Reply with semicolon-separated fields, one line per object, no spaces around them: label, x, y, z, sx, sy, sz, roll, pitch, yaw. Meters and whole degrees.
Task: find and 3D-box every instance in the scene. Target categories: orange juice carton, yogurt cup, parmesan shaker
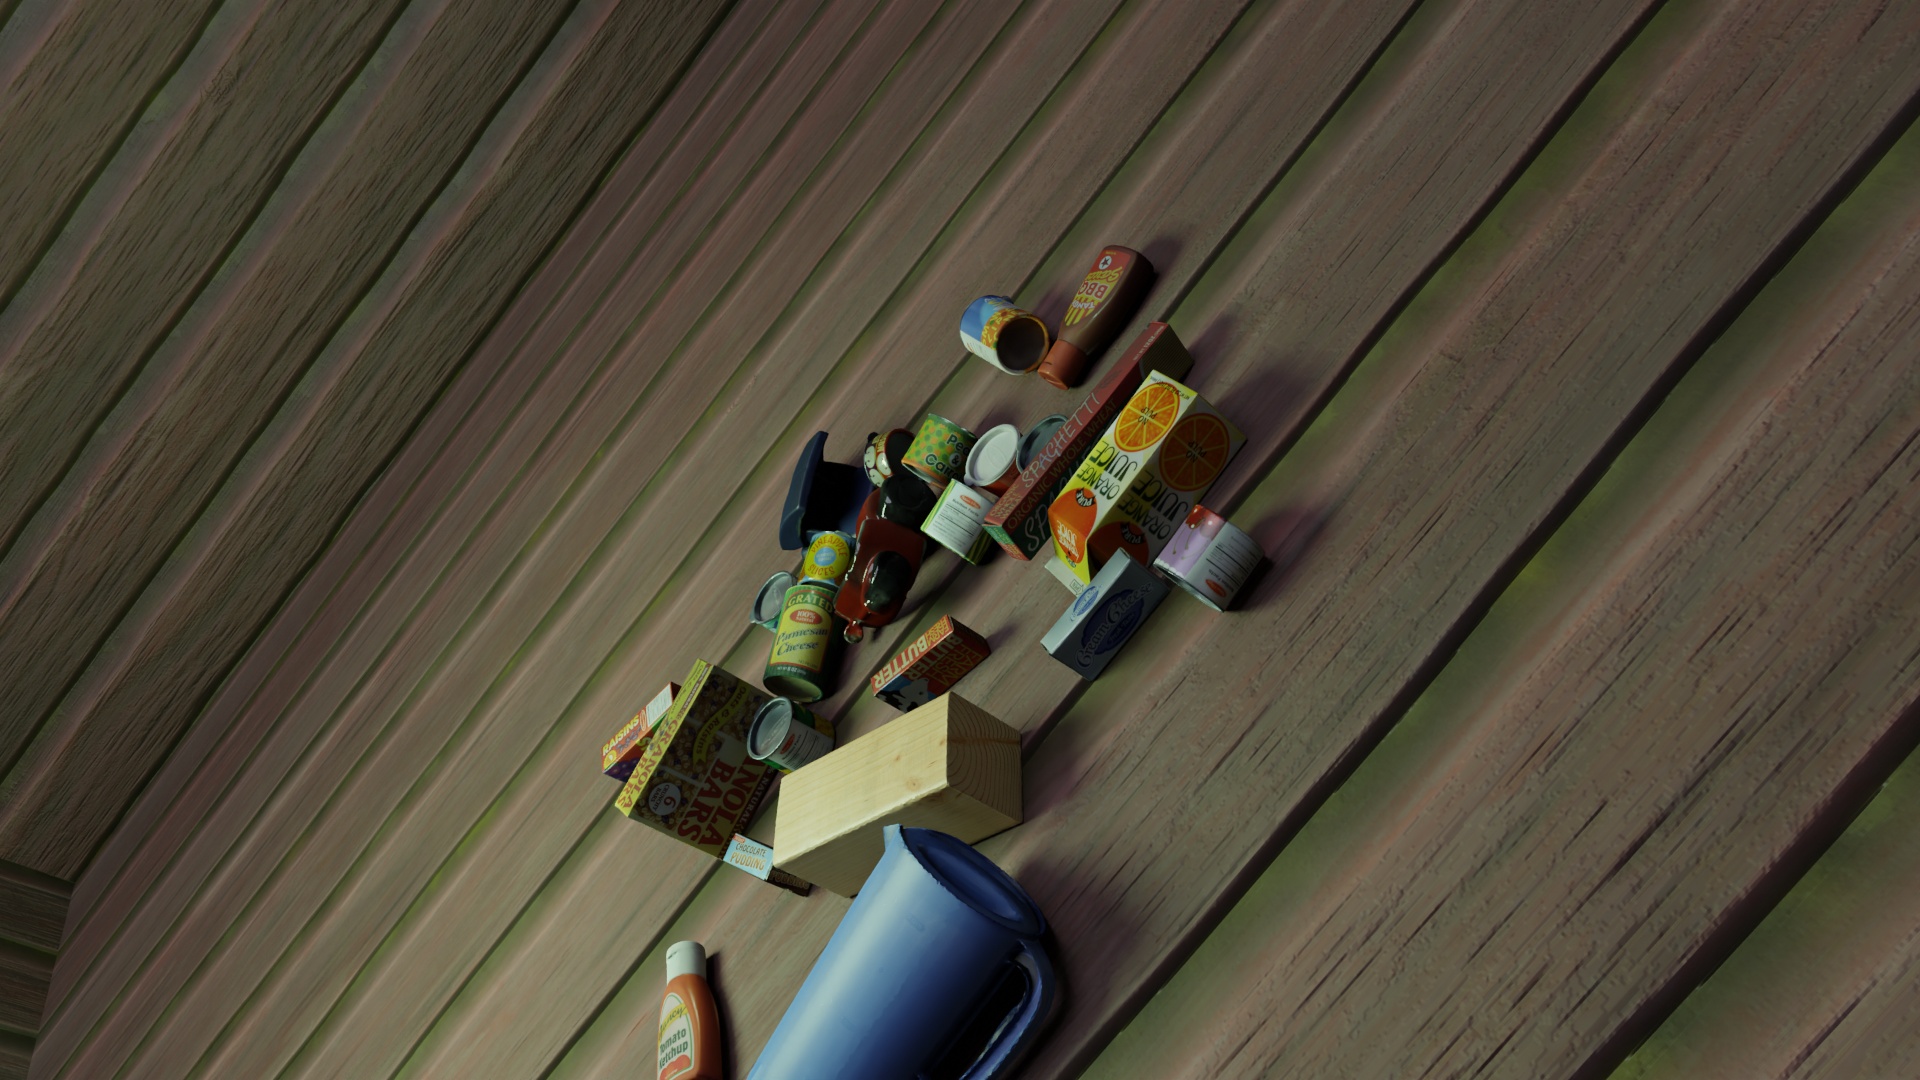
orange juice carton;0.144;-0.040;1.171;0.192;0.073;0.072;-53;34;3
yogurt cup;0.047;-0.070;1.333;0.072;0.054;0.073;-31;40;31
parmesan shaker;-0.156;0.107;1.423;0.071;0.071;0.103;-20;48;41

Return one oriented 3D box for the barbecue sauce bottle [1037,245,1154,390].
barbecue sauce bottle;0.130;-0.219;1.372;0.148;0.043;0.065;-58;34;-5

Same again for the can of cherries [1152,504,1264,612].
can of cherries;0.191;0.013;1.074;0.058;0.071;0.071;-55;33;0

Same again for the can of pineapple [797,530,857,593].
can of pineapple;-0.132;0.030;1.454;0.071;0.071;0.058;-13;52;45

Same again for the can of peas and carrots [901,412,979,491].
can of peas and carrots;-0.017;-0.088;1.417;0.071;0.071;0.059;22;80;56

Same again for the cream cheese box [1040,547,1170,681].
cream cheese box;0.118;0.061;1.133;0.103;0.053;0.024;-50;32;7

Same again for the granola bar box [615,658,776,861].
granola bar box;-0.247;0.218;1.381;0.039;0.124;0.166;14;72;55

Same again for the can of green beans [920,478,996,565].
can of green beans;0.004;-0.017;1.330;0.058;0.071;0.071;-57;34;-2

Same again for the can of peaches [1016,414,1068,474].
can of peaches;0.094;-0.074;1.277;0.071;0.058;0.071;-32;40;32

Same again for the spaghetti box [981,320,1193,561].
spaghetti box;0.115;-0.089;1.226;0.251;0.050;0.029;-50;31;-15

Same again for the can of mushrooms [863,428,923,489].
can of mushrooms;-0.070;-0.086;1.477;0.033;0.071;0.071;-16;50;41

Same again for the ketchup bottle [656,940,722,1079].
ketchup bottle;-0.248;0.437;1.264;0.064;0.043;0.149;-41;35;20

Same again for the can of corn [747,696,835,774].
can of corn;-0.167;0.193;1.363;0.071;0.058;0.071;-31;40;31

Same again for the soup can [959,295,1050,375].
soup can;0.048;-0.217;1.450;0.071;0.071;0.084;-53;34;2

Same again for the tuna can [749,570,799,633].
tuna can;-0.198;0.071;1.531;0.071;0.033;0.071;-31;40;31

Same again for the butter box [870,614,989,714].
butter box;-0.028;0.115;1.266;0.103;0.053;0.024;-41;38;20

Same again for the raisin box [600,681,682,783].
raisin box;-0.317;0.218;1.502;0.123;0.086;0.040;-42;40;18

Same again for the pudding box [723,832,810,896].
pudding box;-0.177;0.301;1.290;0.083;0.049;0.030;5;67;53
